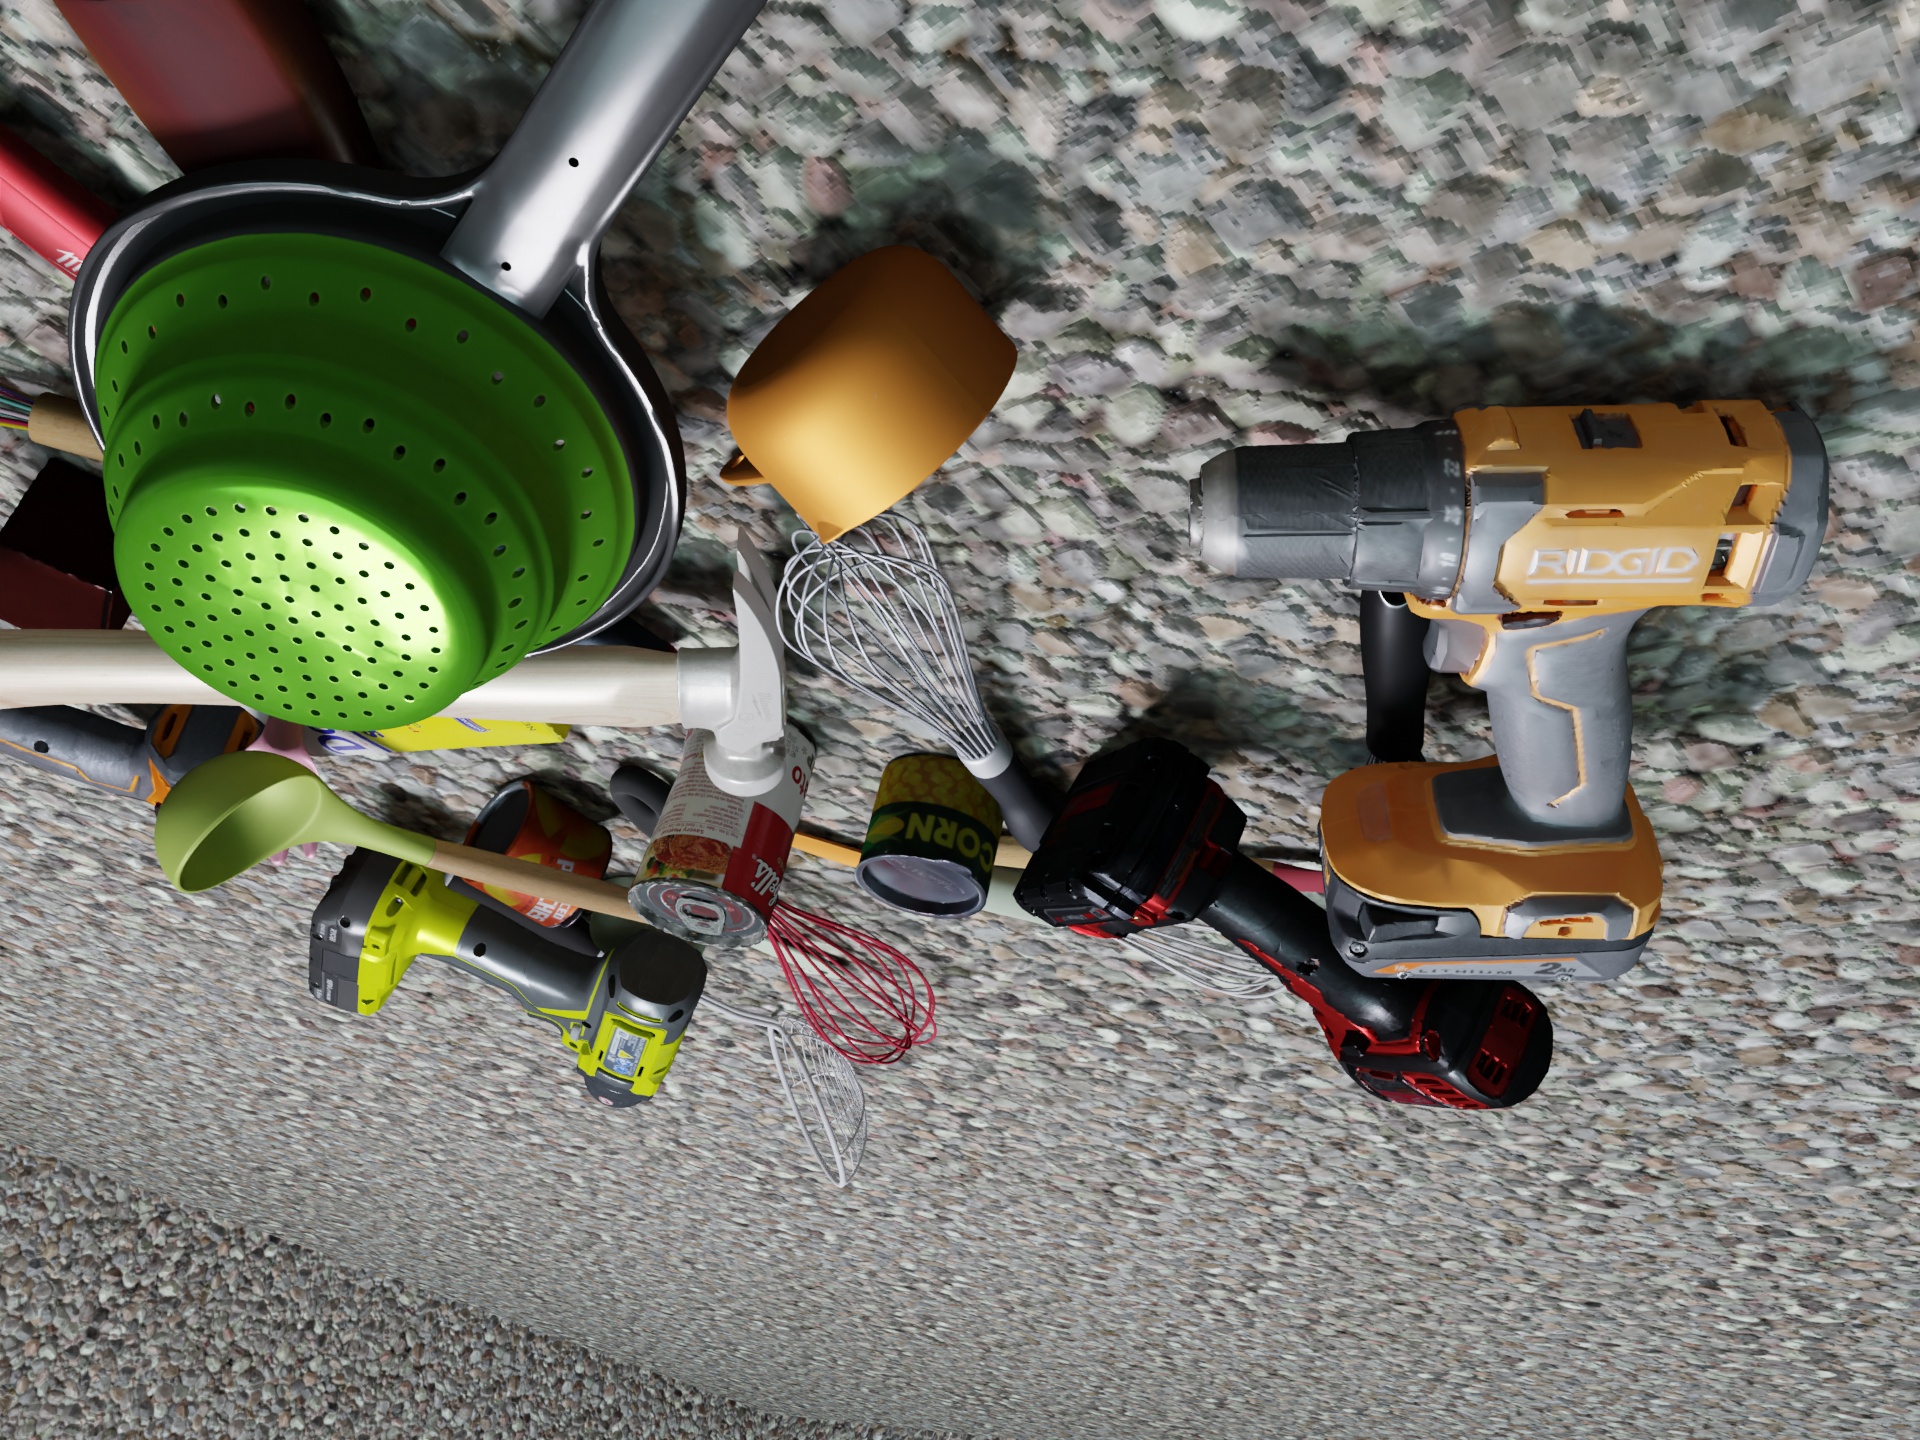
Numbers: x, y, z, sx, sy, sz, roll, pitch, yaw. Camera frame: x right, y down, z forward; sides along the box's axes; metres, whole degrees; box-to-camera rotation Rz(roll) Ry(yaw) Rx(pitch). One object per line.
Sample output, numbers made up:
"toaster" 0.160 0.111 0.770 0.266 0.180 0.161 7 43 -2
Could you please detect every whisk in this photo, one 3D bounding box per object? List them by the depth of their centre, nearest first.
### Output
"whisk" 0.180 0.009 0.649 0.055 0.055 0.238 3 143 17
"whisk" -0.404 -0.128 0.656 0.245 0.047 0.051 16 148 -10
"whisk" -0.002 -0.003 0.697 0.070 0.070 0.284 -2 151 23
"whisk" 0.065 0.100 0.849 0.246 0.059 0.057 12 113 9
"whisk" -0.106 0.119 0.934 0.073 0.073 0.295 -11 136 34

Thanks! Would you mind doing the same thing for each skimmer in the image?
"skimmer" -0.208 0.207 1.081 0.363 0.090 0.127 32 177 -25

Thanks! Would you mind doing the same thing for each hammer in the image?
"hammer" -0.239 -0.122 0.605 0.143 0.038 0.385 -14 140 35
"hammer" -0.278 -0.025 0.653 0.410 0.038 0.146 1 145 -4

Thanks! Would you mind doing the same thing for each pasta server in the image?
"pasta server" -0.305 -0.011 0.728 0.060 0.040 0.316 11 149 -24

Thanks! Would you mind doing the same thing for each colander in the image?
"colander" -0.147 -0.106 0.461 0.204 0.095 0.397 31 131 -24

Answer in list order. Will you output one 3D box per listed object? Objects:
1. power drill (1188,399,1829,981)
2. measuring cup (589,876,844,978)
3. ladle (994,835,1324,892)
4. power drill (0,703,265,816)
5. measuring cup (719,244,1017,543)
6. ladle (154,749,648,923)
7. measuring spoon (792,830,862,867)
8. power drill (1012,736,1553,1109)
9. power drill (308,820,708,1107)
"power drill" 0.169 -0.008 0.548 0.185 0.084 0.226 0 133 6
"measuring cup" -0.156 0.148 1.013 0.167 0.038 0.083 22 148 -9
"ladle" 0.131 0.077 0.798 0.315 0.031 0.069 4 147 18
"power drill" -0.503 0.025 0.911 0.226 0.084 0.164 13 150 -8
"measuring cup" -0.055 -0.108 0.533 0.052 0.095 0.174 46 157 -27
"ladle" -0.247 0.082 0.816 0.319 0.062 0.078 23 118 -42
"measuring spoon" -0.083 0.064 0.880 0.116 0.011 0.021 20 150 -18
"power drill" 0.142 0.102 0.720 0.219 0.078 0.143 32 165 -7
"power drill" -0.279 0.163 0.983 0.223 0.080 0.171 24 137 -4
